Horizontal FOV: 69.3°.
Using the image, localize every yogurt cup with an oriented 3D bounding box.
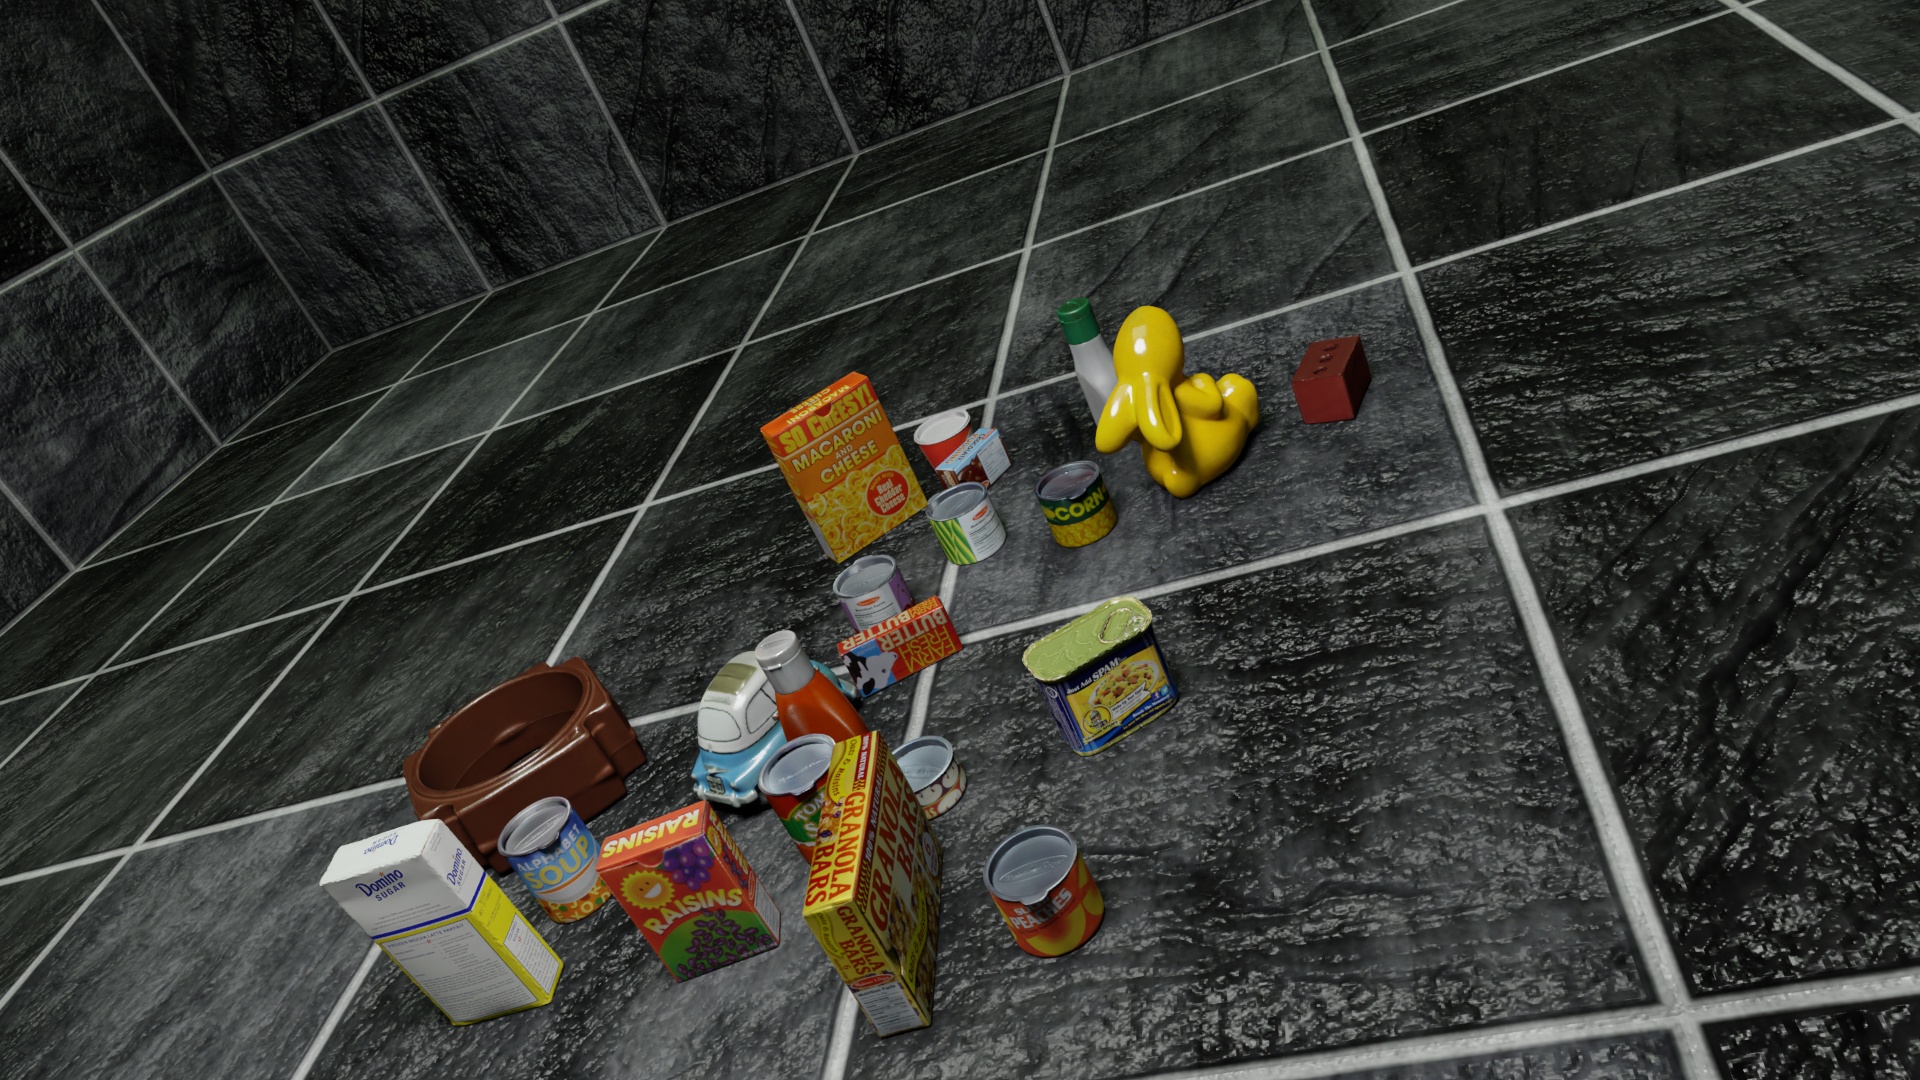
[{"bbox_3d":[-0.012,-0.108,1.574,0.072,0.053,0.073,-19,28,11],"label":"yogurt cup"}]

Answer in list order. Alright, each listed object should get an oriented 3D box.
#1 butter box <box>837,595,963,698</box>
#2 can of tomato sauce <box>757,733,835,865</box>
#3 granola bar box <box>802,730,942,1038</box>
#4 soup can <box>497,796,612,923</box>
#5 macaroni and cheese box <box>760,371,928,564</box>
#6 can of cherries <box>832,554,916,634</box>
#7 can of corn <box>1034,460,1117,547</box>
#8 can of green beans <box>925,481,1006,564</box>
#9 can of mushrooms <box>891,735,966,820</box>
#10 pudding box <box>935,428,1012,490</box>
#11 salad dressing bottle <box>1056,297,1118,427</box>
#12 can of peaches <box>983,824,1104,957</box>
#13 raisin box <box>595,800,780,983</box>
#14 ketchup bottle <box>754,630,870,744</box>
[{"bbox_3d":[-0.054,0.096,1.256,0.103,0.053,0.024,-26,28,-3],"label":"butter box"},{"bbox_3d":[-0.109,0.204,1.082,0.071,0.082,0.071,-19,28,11],"label":"can of tomato sauce"},{"bbox_3d":[-0.055,0.230,0.949,0.039,0.123,0.166,-18,28,13],"label":"granola bar box"},{"bbox_3d":[-0.332,0.267,1.152,0.071,0.083,0.072,-19,28,11],"label":"soup can"},{"bbox_3d":[-0.121,-0.078,1.489,0.124,0.165,0.040,-34,29,-17],"label":"macaroni and cheese box"},{"bbox_3d":[-0.081,0.055,1.343,0.071,0.058,0.072,-19,28,11],"label":"can of cherries"},{"bbox_3d":[0.113,-0.034,1.341,0.071,0.058,0.071,-19,28,11],"label":"can of corn"},{"bbox_3d":[0.006,-0.017,1.398,0.071,0.057,0.071,-19,28,11],"label":"can of green beans"},{"bbox_3d":[-0.032,0.190,1.097,0.071,0.033,0.071,-19,28,11],"label":"can of mushrooms"},{"bbox_3d":[0.015,-0.080,1.508,0.030,0.049,0.084,5,40,44],"label":"pudding box"},{"bbox_3d":[0.144,-0.187,1.483,0.044,0.147,0.064,-29,28,-8],"label":"salad dressing bottle"},{"bbox_3d":[0.056,0.235,0.924,0.071,0.058,0.071,-19,28,11],"label":"can of peaches"},{"bbox_3d":[-0.197,0.258,1.016,0.086,0.123,0.040,-21,28,8],"label":"raisin box"},{"bbox_3d":[-0.119,0.141,1.128,0.064,0.148,0.044,-16,29,17],"label":"ketchup bottle"}]
